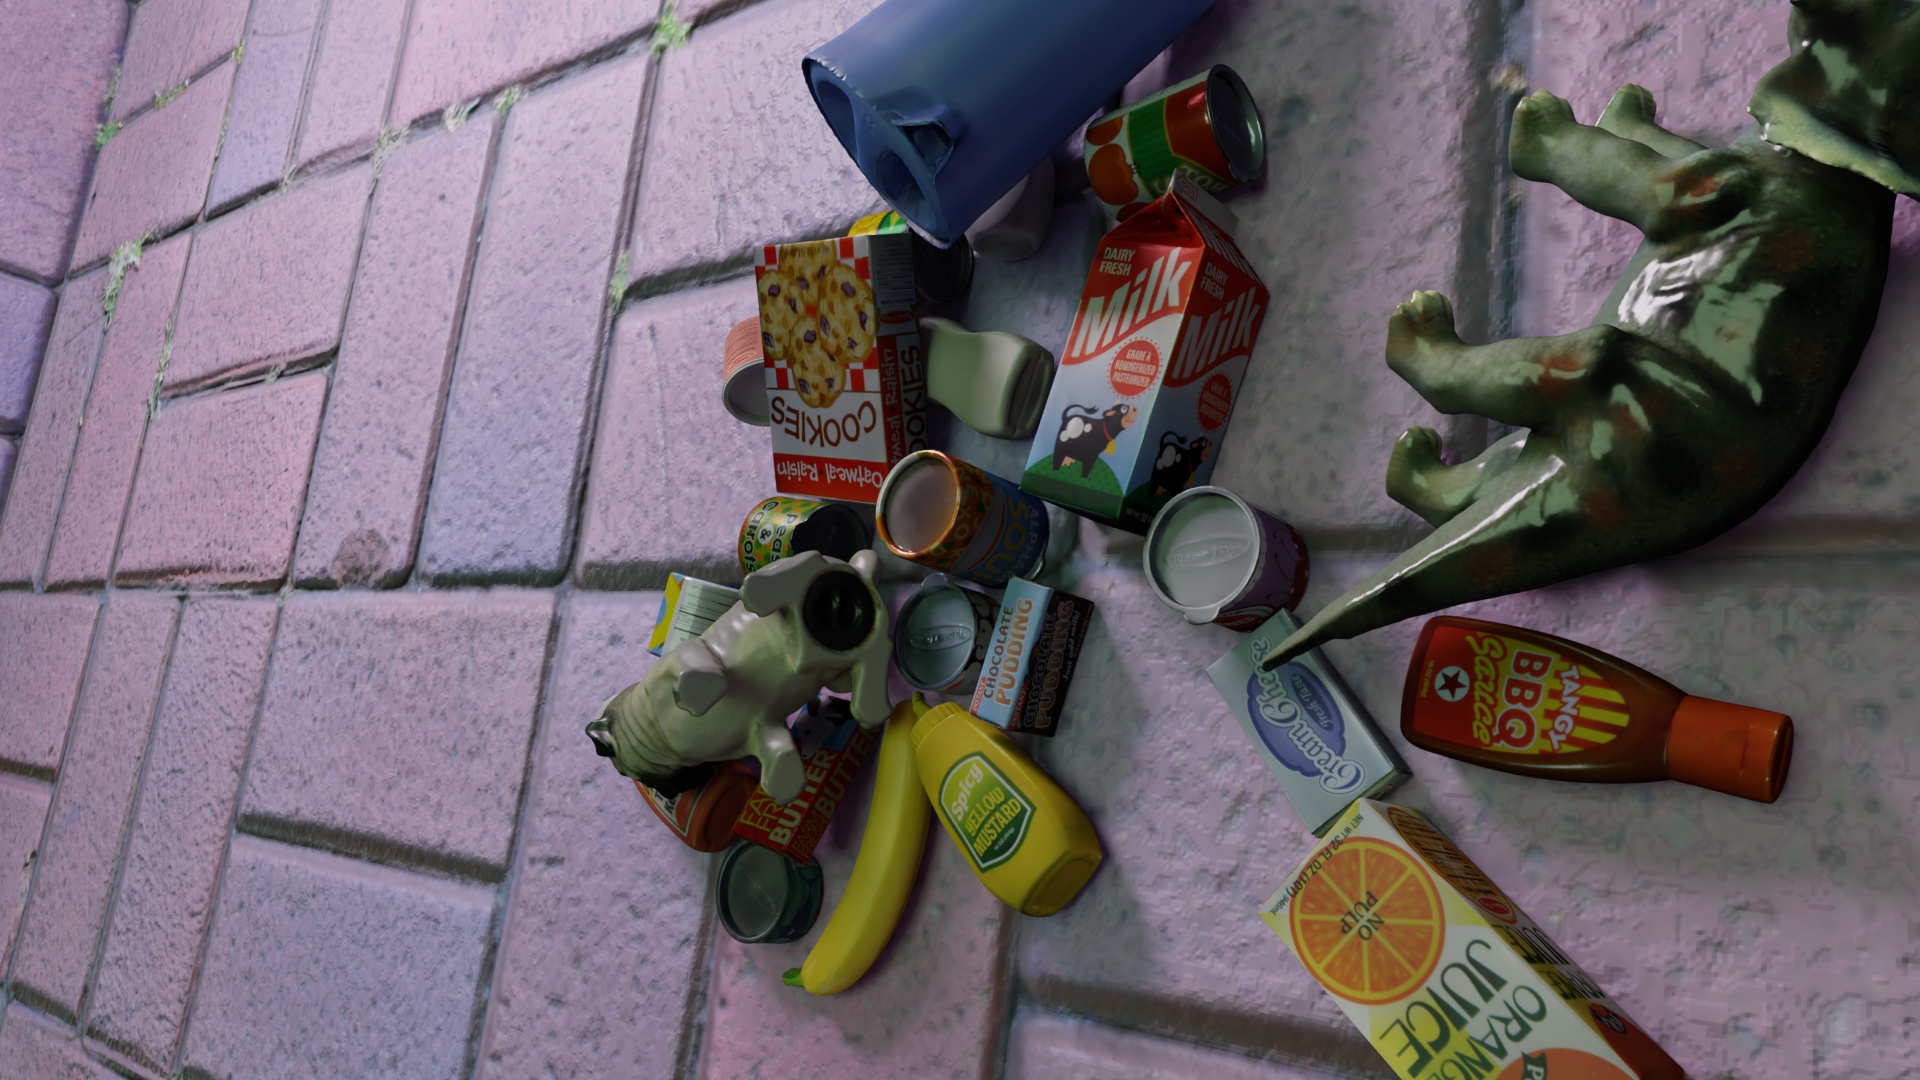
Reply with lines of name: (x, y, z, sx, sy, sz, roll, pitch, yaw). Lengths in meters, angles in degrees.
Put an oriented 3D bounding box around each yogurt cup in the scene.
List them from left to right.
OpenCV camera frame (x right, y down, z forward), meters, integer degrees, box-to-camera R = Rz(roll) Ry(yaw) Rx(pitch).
yogurt cup: (-0.137, -0.122, 0.984, 0.072, 0.072, 0.054, -36, 48, 27)

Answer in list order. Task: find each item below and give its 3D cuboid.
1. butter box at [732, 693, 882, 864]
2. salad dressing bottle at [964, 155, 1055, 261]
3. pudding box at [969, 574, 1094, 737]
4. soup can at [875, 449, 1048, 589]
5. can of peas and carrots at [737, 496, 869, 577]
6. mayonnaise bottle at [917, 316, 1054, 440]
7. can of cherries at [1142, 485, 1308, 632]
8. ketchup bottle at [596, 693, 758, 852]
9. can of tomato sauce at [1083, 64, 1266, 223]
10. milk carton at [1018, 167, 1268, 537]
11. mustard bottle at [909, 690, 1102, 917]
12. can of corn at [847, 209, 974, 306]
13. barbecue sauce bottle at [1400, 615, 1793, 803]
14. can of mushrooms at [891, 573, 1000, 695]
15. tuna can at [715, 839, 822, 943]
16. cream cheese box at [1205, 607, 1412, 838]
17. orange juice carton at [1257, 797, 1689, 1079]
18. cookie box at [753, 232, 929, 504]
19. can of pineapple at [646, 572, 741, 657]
butter box: (-0.095, 0.147, 0.866, 0.053, 0.024, 0.104, 7, 58, 41)
salad dressing bottle: (0.031, -0.256, 0.897, 0.064, 0.044, 0.148, -11, 68, 38)
pudding box: (0.040, 0.066, 0.784, 0.030, 0.049, 0.083, 16, 87, 40)
soup can: (0.003, -0.010, 0.816, 0.071, 0.084, 0.071, -13, 69, 37)
can of peas and carrots: (-0.105, 0.005, 0.911, 0.059, 0.071, 0.071, 9, 83, 42)
mayonnaise bottle: (-0.008, -0.112, 0.886, 0.148, 0.041, 0.064, 26, 101, 43)
can of cherries: (0.136, 0.013, 0.714, 0.071, 0.058, 0.071, -13, 69, 36)
ketchup bottle: (-0.201, 0.154, 0.965, 0.149, 0.043, 0.064, 29, 93, 42)
can of tomato sauce: (0.122, -0.223, 0.794, 0.083, 0.071, 0.071, -13, 69, 38)
milk carton: (0.107, -0.101, 0.764, 0.073, 0.072, 0.190, 17, 88, 42)
mustard bottle: (0.012, 0.138, 0.786, 0.065, 0.049, 0.161, -52, 51, 10)
can of corn: (-0.033, -0.188, 0.915, 0.058, 0.071, 0.071, -1, 76, 40)
barbecue sauce bottle: (0.268, 0.075, 0.594, 0.148, 0.043, 0.065, 11, 83, 41)
can of mushrooms: (-0.006, 0.057, 0.837, 0.071, 0.033, 0.071, -13, 69, 38)
tuna can: (-0.120, 0.220, 0.883, 0.071, 0.033, 0.071, -13, 69, 37)
cream cheese box: (0.170, 0.089, 0.685, 0.053, 0.024, 0.104, -45, 53, 21)
orange juice carton: (0.222, 0.200, 0.574, 0.071, 0.073, 0.193, -53, 51, 14)
cookie box: (-0.076, -0.110, 0.897, 0.123, 0.040, 0.167, 8, 106, 47)
can of pineapple: (-0.177, 0.058, 0.959, 0.071, 0.071, 0.058, 12, 84, 42)
